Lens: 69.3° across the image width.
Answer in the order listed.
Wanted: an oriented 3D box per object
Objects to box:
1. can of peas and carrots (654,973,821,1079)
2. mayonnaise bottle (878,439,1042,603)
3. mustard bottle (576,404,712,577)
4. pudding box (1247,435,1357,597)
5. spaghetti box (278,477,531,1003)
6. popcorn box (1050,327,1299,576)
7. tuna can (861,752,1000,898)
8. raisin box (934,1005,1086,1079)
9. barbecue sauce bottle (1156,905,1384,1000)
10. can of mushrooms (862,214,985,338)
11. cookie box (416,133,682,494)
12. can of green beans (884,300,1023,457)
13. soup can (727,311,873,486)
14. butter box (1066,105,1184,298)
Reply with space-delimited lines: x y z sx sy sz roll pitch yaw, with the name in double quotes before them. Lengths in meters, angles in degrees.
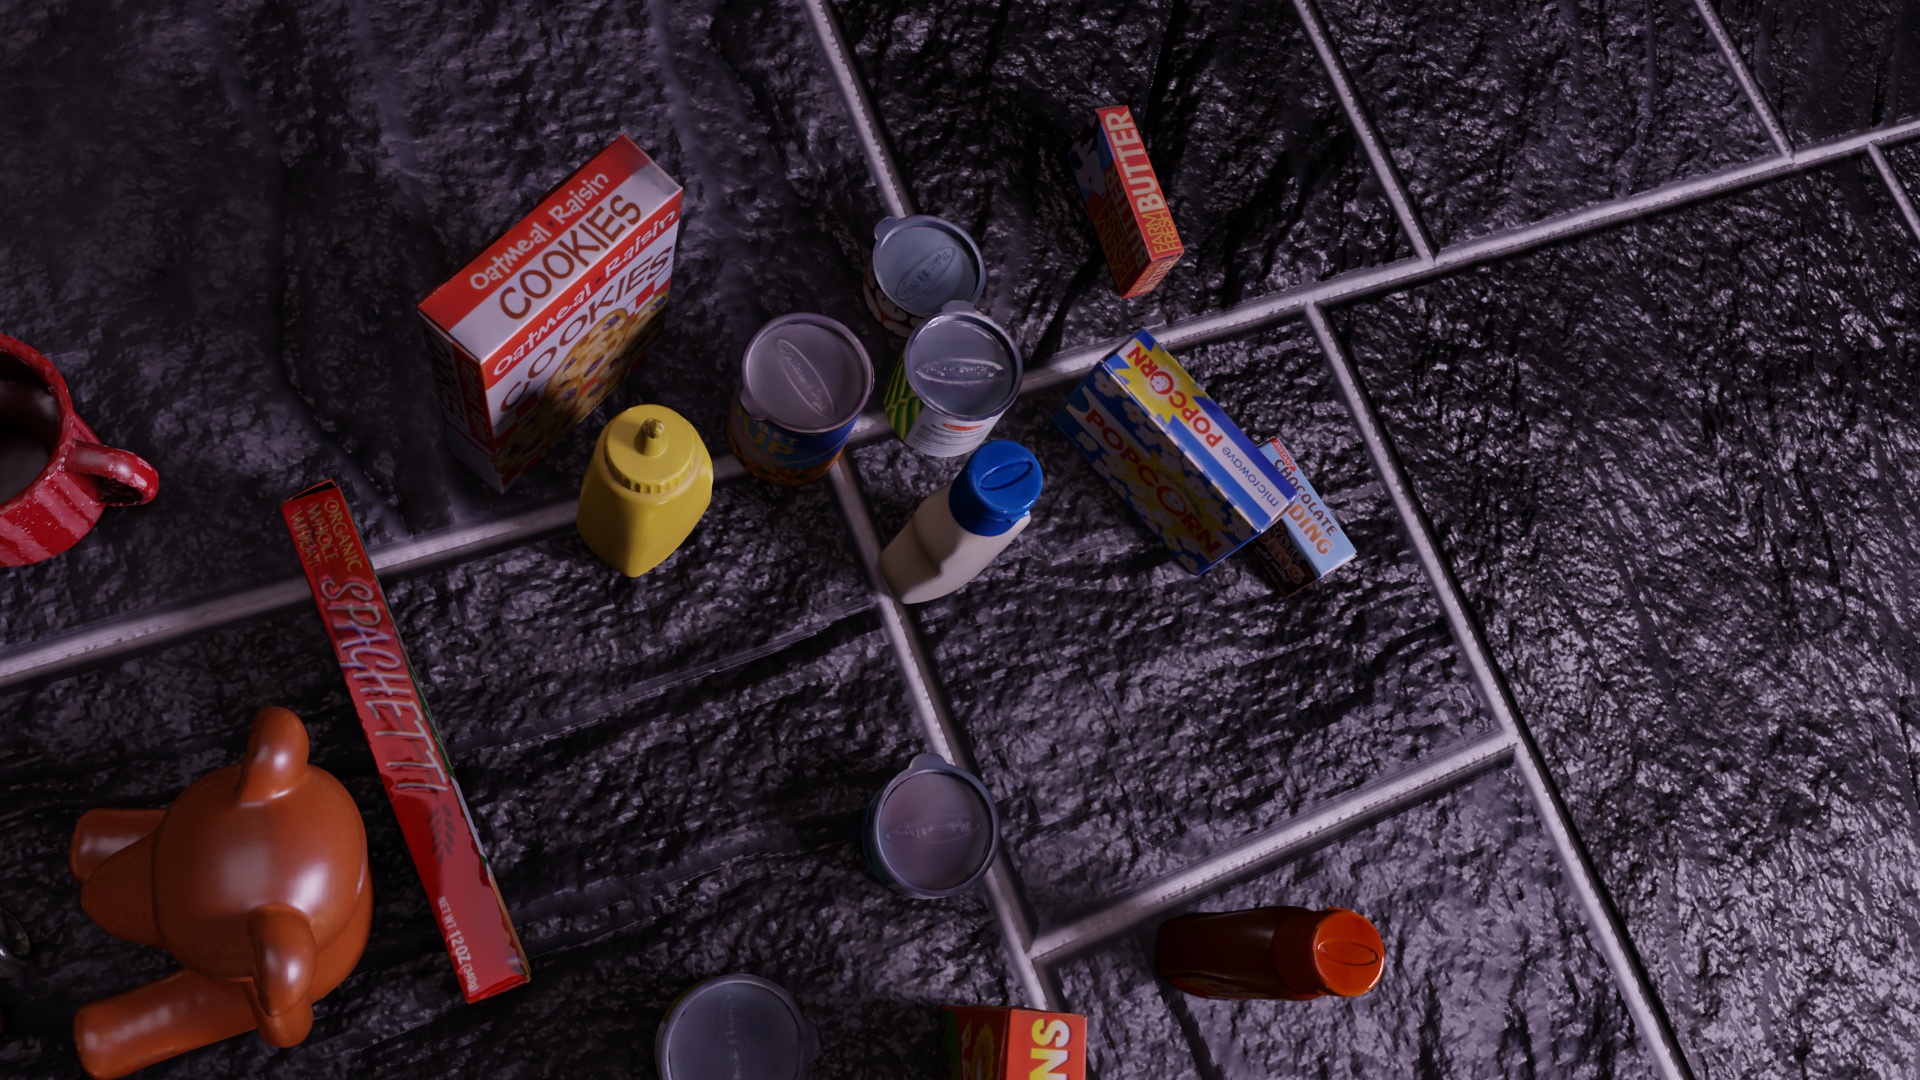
"can of peas and carrots" -0.103 0.232 0.636 0.071 0.058 0.071 5 72 -14
"mayonnaise bottle" 0.002 -0.009 0.696 0.065 0.147 0.041 -25 81 -21
"mustard bottle" -0.148 -0.030 0.655 0.049 0.159 0.065 41 67 0
"pudding box" 0.185 -0.013 0.801 0.030 0.049 0.084 -29 82 -22
"spaghetti box" -0.258 0.092 0.645 0.029 0.050 0.250 -22 79 -20
"popcorn box" 0.117 -0.047 0.774 0.038 0.085 0.127 -41 87 -23
"tuna can" -0.016 0.145 0.703 0.071 0.032 0.071 5 71 -14
"raisin box" 0.019 0.255 0.627 0.040 0.123 0.086 9 71 -12
"barbecue sauce bottle" 0.149 0.199 0.668 0.065 0.148 0.044 13 70 -11
"can of mushrooms" -0.023 -0.152 0.798 0.071 0.033 0.071 5 71 -14
"cookie box" -0.193 -0.102 0.663 0.040 0.167 0.123 40 67 0
"can of green beans" -0.005 -0.086 0.768 0.071 0.057 0.071 5 72 -14
"soup can" -0.088 -0.071 0.726 0.071 0.083 0.071 5 72 -14
"butter box" 0.099 -0.204 0.838 0.024 0.053 0.103 -14 77 -19
